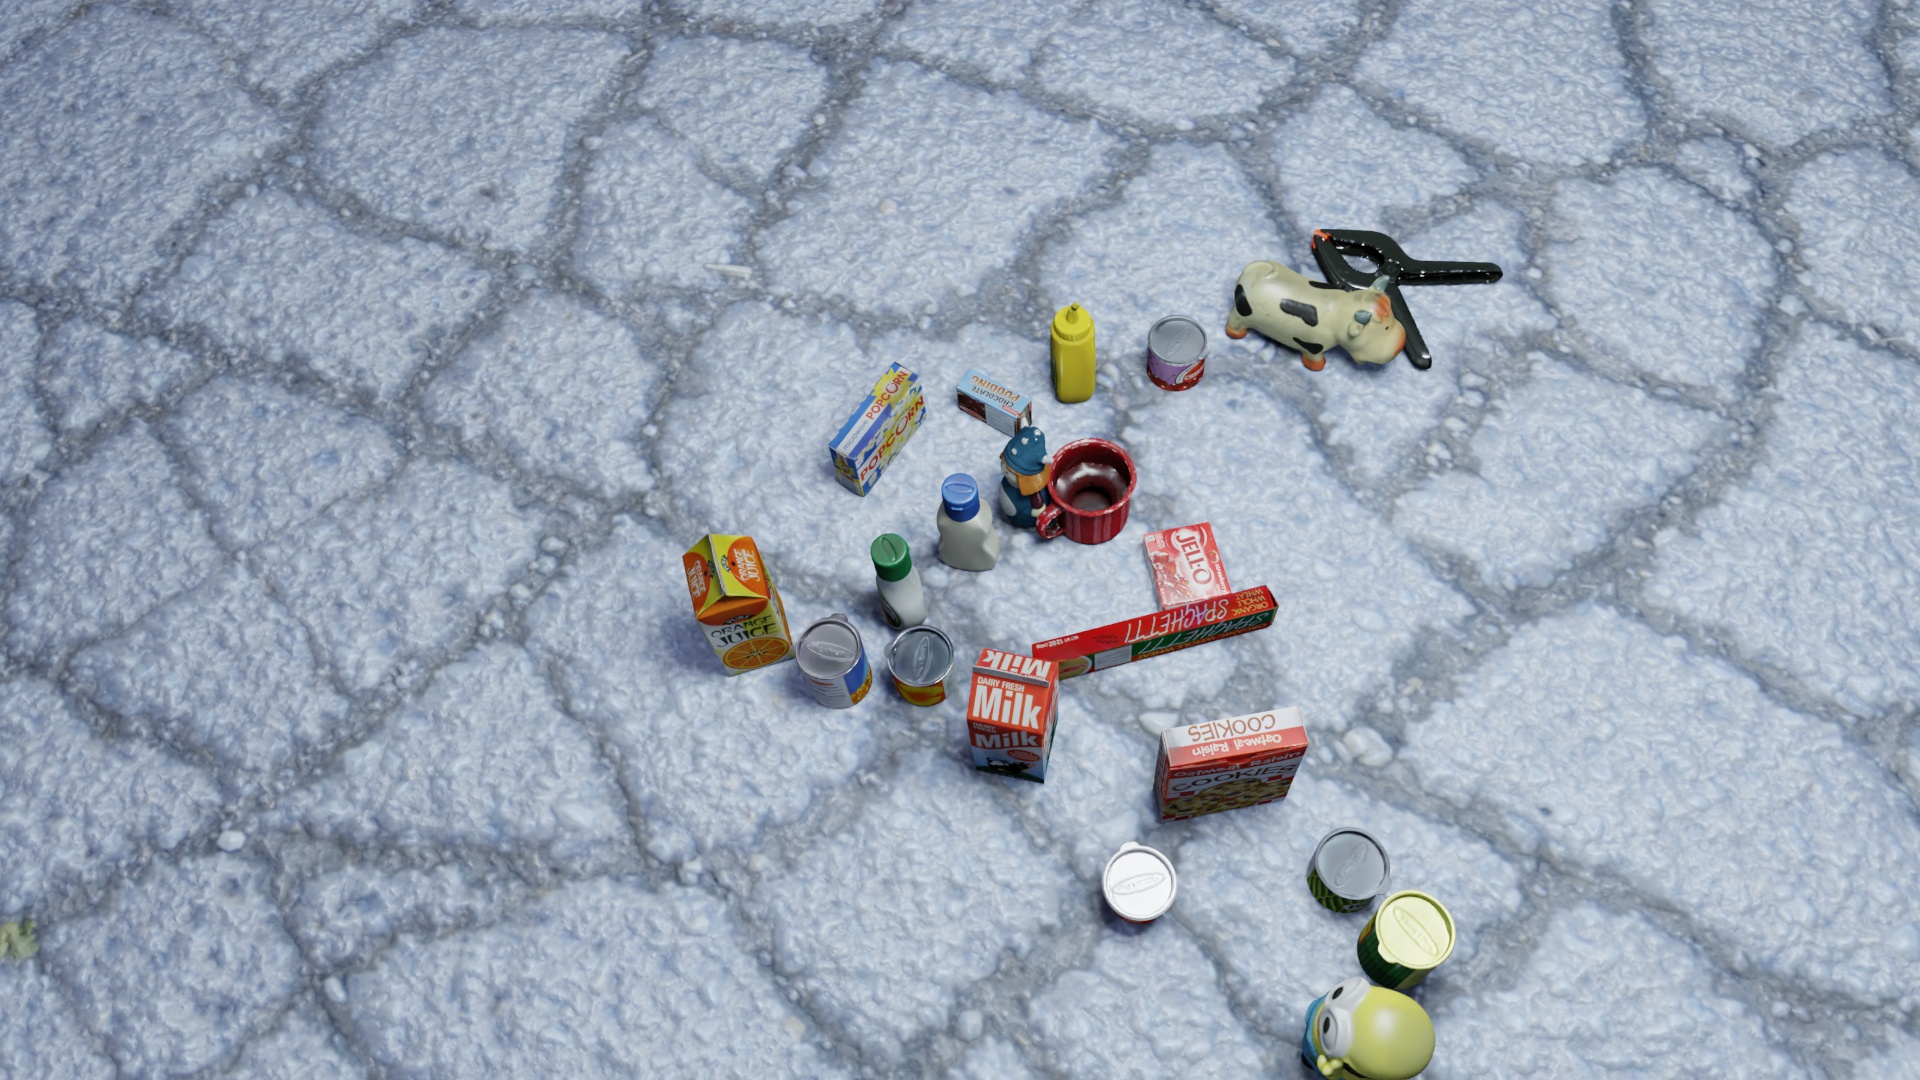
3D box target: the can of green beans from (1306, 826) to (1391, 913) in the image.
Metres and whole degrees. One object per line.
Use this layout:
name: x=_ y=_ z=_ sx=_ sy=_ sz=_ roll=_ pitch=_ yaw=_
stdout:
can of green beans: x=0.354 y=0.302 z=1.270 sx=0.071 sy=0.057 sz=0.071 roll=-2 pitch=62 yaw=4

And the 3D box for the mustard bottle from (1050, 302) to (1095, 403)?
mustard bottle: x=0.121 y=-0.211 z=1.504 sx=0.049 sy=0.159 sz=0.065 roll=-8 pitch=62 yaw=1

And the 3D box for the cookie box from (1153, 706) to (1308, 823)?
cookie box: x=0.243 y=0.208 z=1.268 sx=0.123 sy=0.166 sz=0.040 roll=-10 pitch=62 yaw=-1

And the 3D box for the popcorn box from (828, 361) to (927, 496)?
popcorn box: x=-0.089 y=-0.120 z=1.516 sx=0.038 sy=0.085 sz=0.127 roll=29 pitch=68 yaw=18

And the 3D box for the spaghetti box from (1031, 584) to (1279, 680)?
spaghetti box: x=0.194 y=0.095 z=1.398 sx=0.250 sy=0.050 sz=0.029 roll=-14 pitch=62 yaw=-3

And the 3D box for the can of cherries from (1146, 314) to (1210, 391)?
can of cherries: x=0.243 y=-0.207 z=1.549 sx=0.071 sy=0.058 sz=0.072 roll=-2 pitch=62 yaw=4

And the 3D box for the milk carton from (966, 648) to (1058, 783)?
milk carton: x=0.050 y=0.159 z=1.297 sx=0.072 sy=0.189 sz=0.074 roll=10 pitch=64 yaw=10

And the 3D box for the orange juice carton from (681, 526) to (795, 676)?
orange juice carton: x=-0.221 y=0.059 z=1.371 sx=0.073 sy=0.191 sz=0.072 roll=-16 pitch=62 yaw=-3

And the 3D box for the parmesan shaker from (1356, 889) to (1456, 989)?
parmesan shaker: x=0.386 y=0.352 z=1.215 sx=0.071 sy=0.102 sz=0.071 roll=-2 pitch=62 yaw=4

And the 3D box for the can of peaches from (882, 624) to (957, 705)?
can of peaches: x=-0.039 y=0.126 z=1.397 sx=0.071 sy=0.057 sz=0.071 roll=-2 pitch=62 yaw=4

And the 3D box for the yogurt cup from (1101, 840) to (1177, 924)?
yogurt cup: x=0.164 y=0.321 z=1.279 sx=0.072 sy=0.053 sz=0.073 roll=-2 pitch=62 yaw=4

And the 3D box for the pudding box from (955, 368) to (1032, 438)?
pudding box: x=0.037 y=-0.151 z=1.542 sx=0.084 sy=0.049 sz=0.030 roll=30 pitch=69 yaw=19

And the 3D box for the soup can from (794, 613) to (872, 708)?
soup can: x=-0.125 y=0.121 z=1.392 sx=0.071 sy=0.083 sz=0.071 roll=-2 pitch=62 yaw=4

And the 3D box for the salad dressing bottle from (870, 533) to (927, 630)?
salad dressing bottle: x=-0.063 y=0.041 z=1.393 sx=0.044 sy=0.147 sz=0.064 roll=-25 pitch=63 yaw=-8

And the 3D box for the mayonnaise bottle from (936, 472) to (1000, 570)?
mayonnaise bottle: x=0.005 y=-0.018 z=1.418 sx=0.065 sy=0.147 sz=0.041 roll=6 pitch=63 yaw=8
